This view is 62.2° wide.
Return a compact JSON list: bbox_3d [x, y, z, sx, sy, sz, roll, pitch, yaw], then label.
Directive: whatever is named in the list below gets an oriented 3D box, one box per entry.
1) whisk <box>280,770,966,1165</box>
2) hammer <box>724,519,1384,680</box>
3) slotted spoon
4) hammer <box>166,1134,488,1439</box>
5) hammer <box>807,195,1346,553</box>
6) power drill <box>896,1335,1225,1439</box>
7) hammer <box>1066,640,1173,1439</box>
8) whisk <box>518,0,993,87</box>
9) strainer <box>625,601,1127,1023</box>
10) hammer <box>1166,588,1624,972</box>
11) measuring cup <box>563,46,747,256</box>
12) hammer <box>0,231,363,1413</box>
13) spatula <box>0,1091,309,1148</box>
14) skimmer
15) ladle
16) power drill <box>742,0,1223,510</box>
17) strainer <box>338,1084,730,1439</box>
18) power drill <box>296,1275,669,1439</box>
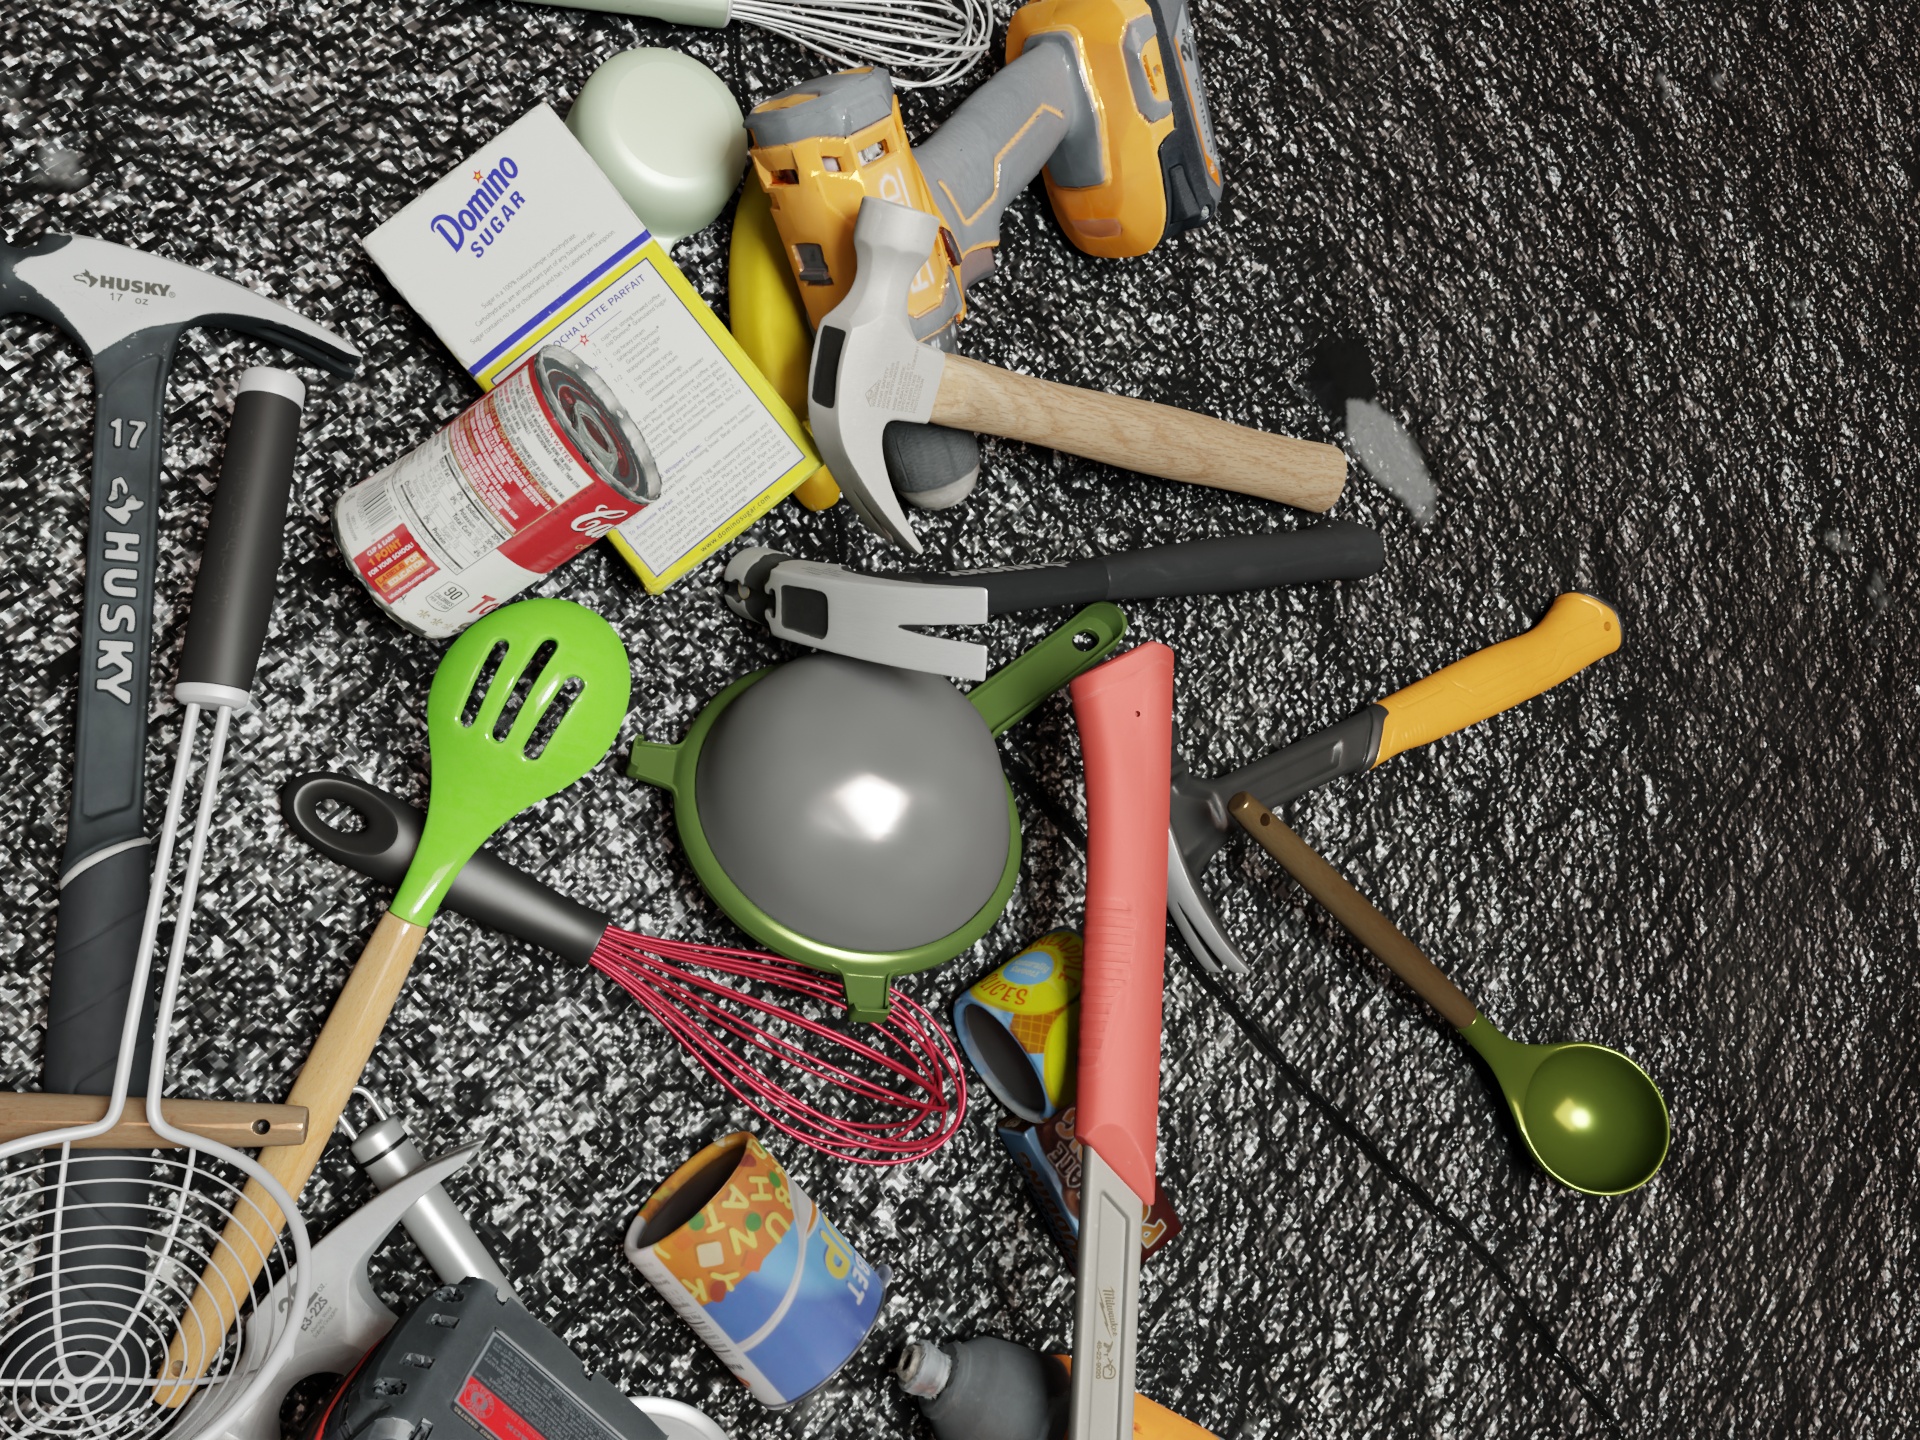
[{"bbox_3d":[-0.126,0.095,0.626,0.295,0.073,0.073,29,71,-13],"label":"whisk"},{"bbox_3d":[0.074,-0.064,0.719,0.334,0.146,0.035,-9,108,-35],"label":"hammer"},{"bbox_3d":[-0.209,0.096,0.571,0.070,0.031,0.314,25,83,-1],"label":"slotted spoon"},{"bbox_3d":[-0.069,0.305,0.563,0.405,0.035,0.144,34,82,-2],"label":"hammer"},{"bbox_3d":[0.069,-0.129,0.718,0.331,0.031,0.130,3,109,-43],"label":"hammer"},{"bbox_3d":[0.009,0.371,0.640,0.164,0.084,0.227,34,66,-16],"label":"power drill"},{"bbox_3d":[0.073,0.145,0.648,0.149,0.037,0.359,10,76,-22],"label":"hammer"},{"bbox_3d":[-0.098,-0.319,0.708,0.246,0.059,0.058,-3,47,-23],"label":"whisk"},{"bbox_3d":[-0.001,-0.002,0.673,0.151,0.069,0.256,46,53,11],"label":"strainer"},{"bbox_3d":[0.231,0.009,0.827,0.337,0.034,0.127,-23,92,-27],"label":"hammer"},{"bbox_3d":[-0.128,-0.206,0.676,0.083,0.038,0.168,3,80,-26],"label":"measuring cup"},{"bbox_3d":[-0.295,0.030,0.562,0.149,0.036,0.409,2,82,-27],"label":"hammer"},{"bbox_3d":[-0.372,0.120,0.495,0.315,0.018,0.060,6,79,-15],"label":"spatula"},{"bbox_3d":[-0.249,0.043,0.496,0.127,0.090,0.363,7,73,-14],"label":"skimmer"},{"bbox_3d":[0.242,0.133,0.779,0.320,0.062,0.078,41,69,-24],"label":"ladle"},{"bbox_3d":[0.021,-0.218,0.712,0.226,0.084,0.185,-39,125,-31],"label":"power drill"},{"bbox_3d":[-0.160,0.245,0.596,0.087,0.050,0.258,-34,95,-12],"label":"strainer"},{"bbox_3d":[-0.182,0.311,0.500,0.188,0.080,0.226,44,100,-6],"label":"power drill"}]
